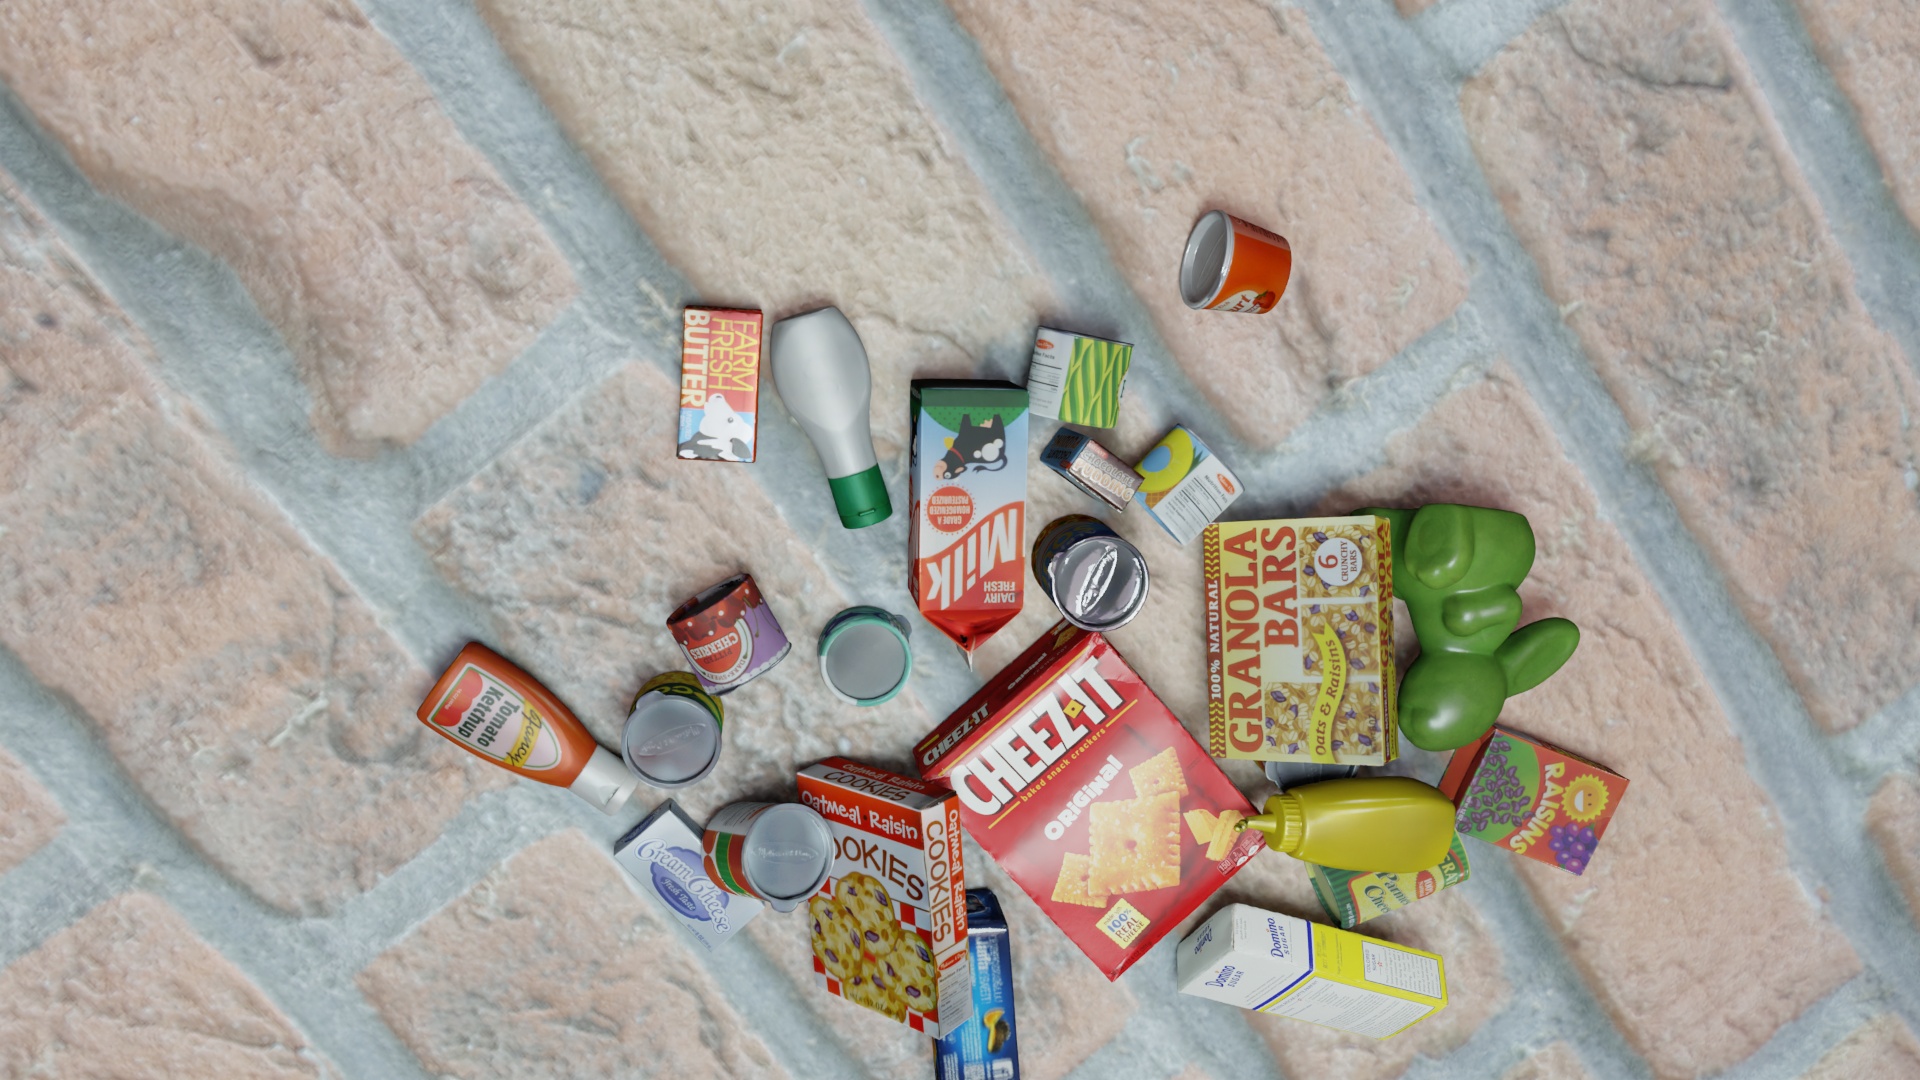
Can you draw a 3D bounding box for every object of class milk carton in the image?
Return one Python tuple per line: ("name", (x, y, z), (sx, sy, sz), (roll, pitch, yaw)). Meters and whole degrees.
("milk carton", (0.003, -0.012, 0.945), (0.073, 0.072, 0.190), (0, 101, -8))

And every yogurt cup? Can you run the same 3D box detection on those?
("yogurt cup", (0.188, -0.186, 0.943), (0.054, 0.072, 0.072), (9, 100, -18))

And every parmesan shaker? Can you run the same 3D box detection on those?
("parmesan shaker", (0.319, 0.245, 1.044), (0.103, 0.071, 0.071), (-22, 103, -3))

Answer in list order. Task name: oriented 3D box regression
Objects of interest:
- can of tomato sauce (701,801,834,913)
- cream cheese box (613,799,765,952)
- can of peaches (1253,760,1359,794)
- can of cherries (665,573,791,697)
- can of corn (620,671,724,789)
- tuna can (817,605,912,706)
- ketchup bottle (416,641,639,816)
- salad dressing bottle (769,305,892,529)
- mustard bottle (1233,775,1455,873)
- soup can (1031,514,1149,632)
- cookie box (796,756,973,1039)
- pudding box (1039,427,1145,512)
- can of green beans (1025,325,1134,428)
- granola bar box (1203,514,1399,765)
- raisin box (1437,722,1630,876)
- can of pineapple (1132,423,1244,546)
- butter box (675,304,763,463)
("can of tomato sauce", (-0.133, 0.215, 0.954), (0.071, 0.083, 0.071), (6, 79, -30))
("cream cheese box", (-0.192, 0.239, 0.991), (0.053, 0.024, 0.103), (-41, 104, 0))
("can of peaches", (0.248, 0.152, 1.019), (0.071, 0.058, 0.071), (-2, 102, -8))
("can of cherries", (-0.157, 0.064, 0.938), (0.071, 0.071, 0.058), (-28, 104, -2))
("can of corn", (-0.197, 0.127, 0.951), (0.071, 0.058, 0.071), (-2, 102, -7))
("tuna can", (-0.065, 0.080, 0.974), (0.071, 0.033, 0.071), (-2, 102, -7))
("ketchup bottle", (-0.290, 0.134, 0.947), (0.149, 0.043, 0.064), (36, 94, -14))
("salad dressing bottle", (-0.084, -0.082, 0.935), (0.064, 0.044, 0.147), (-18, 104, -6))
("mustard bottle", (0.265, 0.198, 0.975), (0.160, 0.049, 0.065), (4, 106, -13))
("soup can", (0.085, 0.019, 0.957), (0.071, 0.084, 0.071), (-2, 101, -8))
("cookie box", (-0.053, 0.244, 0.966), (0.040, 0.123, 0.167), (-16, 107, -47))
("pudding box", (0.088, -0.049, 0.944), (0.049, 0.084, 0.030), (35, 92, -12))
("can of green beans", (0.079, -0.111, 0.940), (0.071, 0.071, 0.057), (9, 100, -10))
("granola bar box", (0.233, 0.068, 0.958), (0.124, 0.039, 0.165), (-3, 86, 32))
("raisin box", (0.435, 0.195, 1.064), (0.123, 0.040, 0.086), (21, 97, -12))
("can of pineapple", (0.153, -0.039, 0.966), (0.058, 0.071, 0.071), (-44, 104, 3))
("butter box", (-0.160, -0.104, 0.928), (0.053, 0.024, 0.103), (3, 100, -8))
